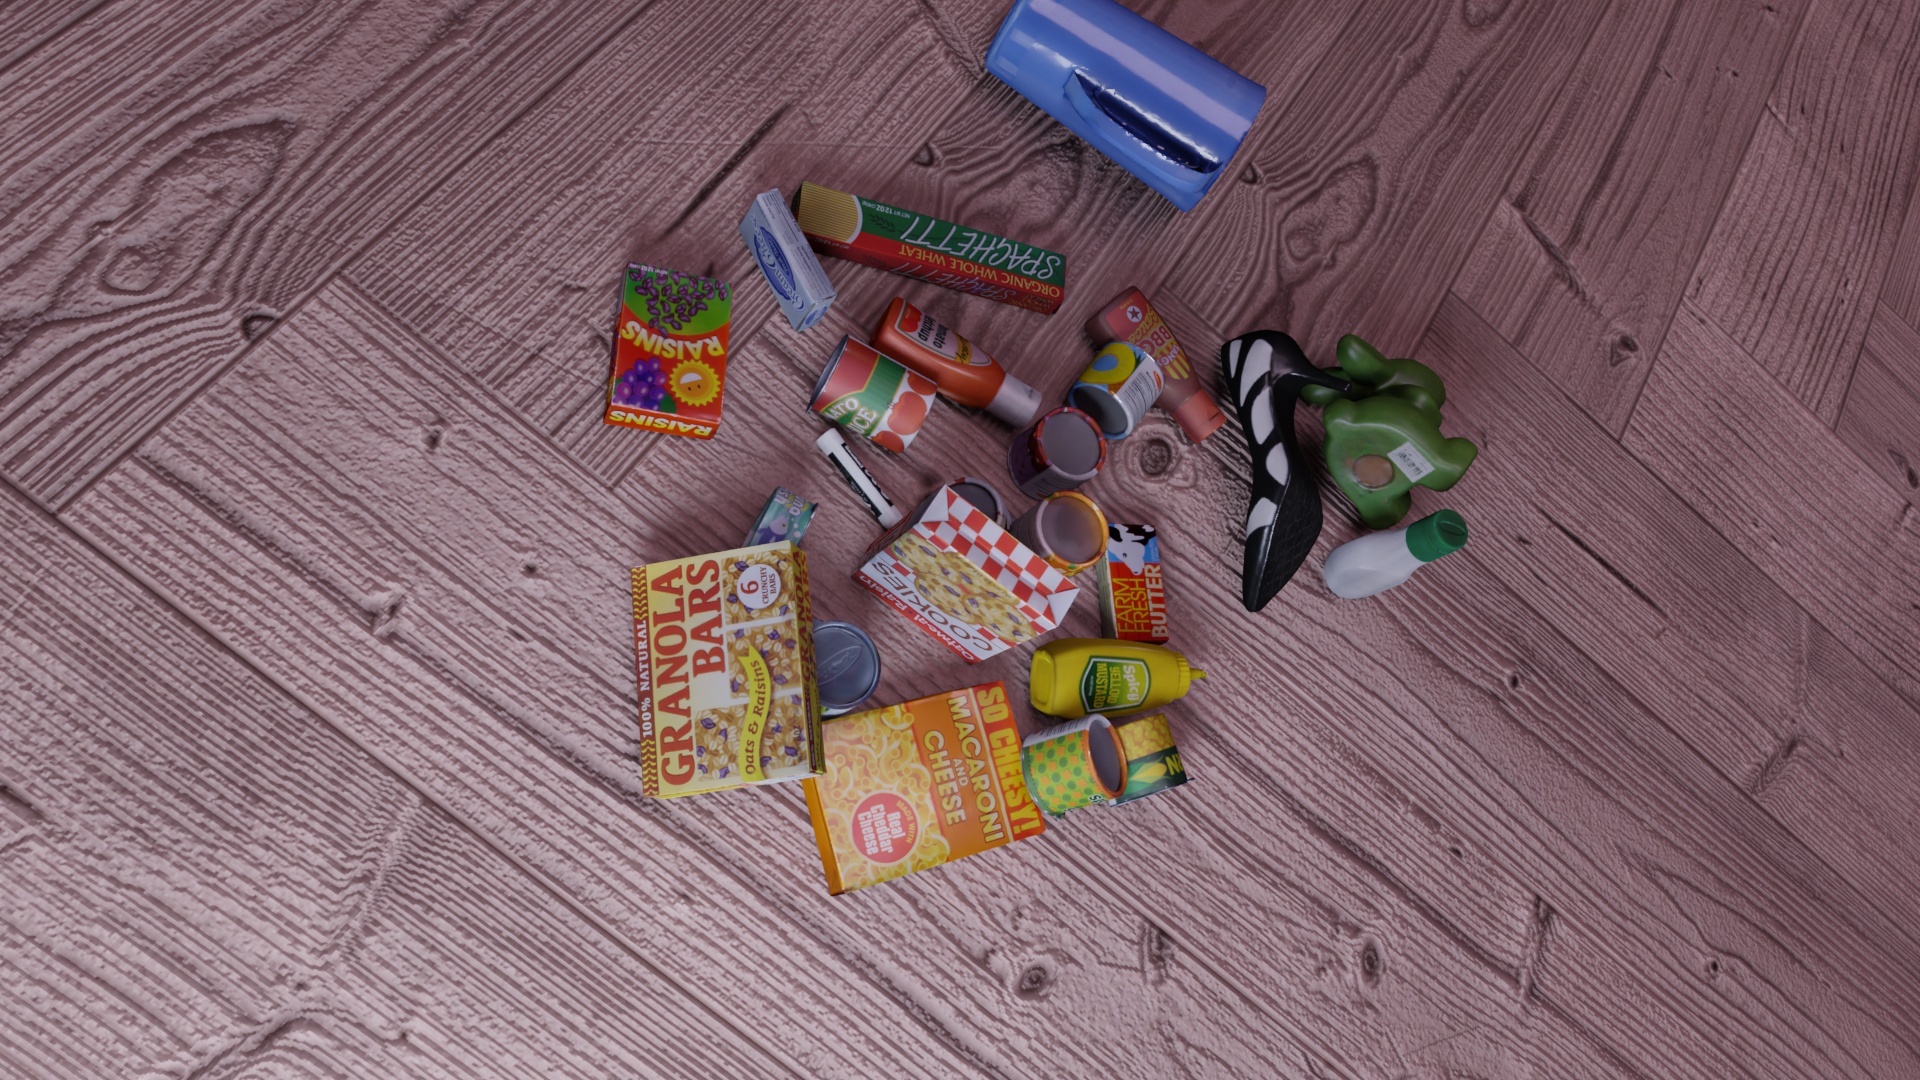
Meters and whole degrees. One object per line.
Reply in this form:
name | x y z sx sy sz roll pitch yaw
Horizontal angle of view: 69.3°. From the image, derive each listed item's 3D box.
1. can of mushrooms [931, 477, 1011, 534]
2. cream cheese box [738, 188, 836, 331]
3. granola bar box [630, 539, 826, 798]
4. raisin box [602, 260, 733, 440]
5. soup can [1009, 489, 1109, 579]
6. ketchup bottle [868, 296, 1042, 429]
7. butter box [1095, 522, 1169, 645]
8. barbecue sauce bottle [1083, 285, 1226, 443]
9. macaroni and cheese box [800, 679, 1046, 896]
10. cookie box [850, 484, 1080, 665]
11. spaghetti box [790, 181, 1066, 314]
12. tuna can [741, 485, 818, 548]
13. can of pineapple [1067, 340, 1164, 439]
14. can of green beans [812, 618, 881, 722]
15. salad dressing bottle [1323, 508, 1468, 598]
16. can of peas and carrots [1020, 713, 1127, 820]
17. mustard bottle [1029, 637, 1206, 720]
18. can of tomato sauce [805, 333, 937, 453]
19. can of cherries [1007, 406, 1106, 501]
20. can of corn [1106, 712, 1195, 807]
can of mushrooms | 0.004 -0.014 1.113 0.071 0.033 0.071 -5 68 13
cream cheese box | -0.141 -0.227 1.128 0.024 0.053 0.104 -26 85 -30
granola bar box | -0.165 0.092 0.984 0.124 0.039 0.166 -10 74 10
raisin box | -0.225 -0.145 1.072 0.086 0.040 0.124 9 68 -21
soup can | 0.076 0.003 1.126 0.071 0.083 0.071 8 70 -22
ketchup bottle | -0.003 -0.144 1.162 0.149 0.043 0.065 30 36 -13
butter box | 0.144 0.038 1.178 0.053 0.024 0.104 2 72 -22
barbecue sauce bottle | 0.179 -0.155 1.247 0.065 0.043 0.148 -40 91 -30
macaroni and cheese box | -0.032 0.183 1.044 0.167 0.040 0.124 -11 78 -26
cookie box | -0.001 0.030 1.037 0.123 0.167 0.040 37 66 -8
spaghetti box | -0.024 -0.251 1.200 0.250 0.028 0.050 11 69 -19
tuna can | -0.137 -0.008 1.045 0.033 0.071 0.071 30 64 -12
can of pineapple | 0.134 -0.130 1.209 0.071 0.070 0.058 42 62 -5
can of green beans | -0.099 0.098 1.033 0.071 0.057 0.071 7 70 -21
salad dressing bottle | 0.381 0.012 1.219 0.064 0.147 0.044 17 67 -18
can of peas and carrots | 0.088 0.173 1.059 0.071 0.058 0.071 41 38 -42
mustard bottle | 0.136 0.110 1.130 0.160 0.049 0.065 -1 99 -25
can of tomato sauce | -0.071 -0.115 1.113 0.083 0.071 0.071 27 64 -14
can of cherries | 0.081 -0.075 1.169 0.071 0.058 0.071 7 71 -21
can of corn | 0.144 0.174 1.106 0.071 0.071 0.058 -13 78 -26
